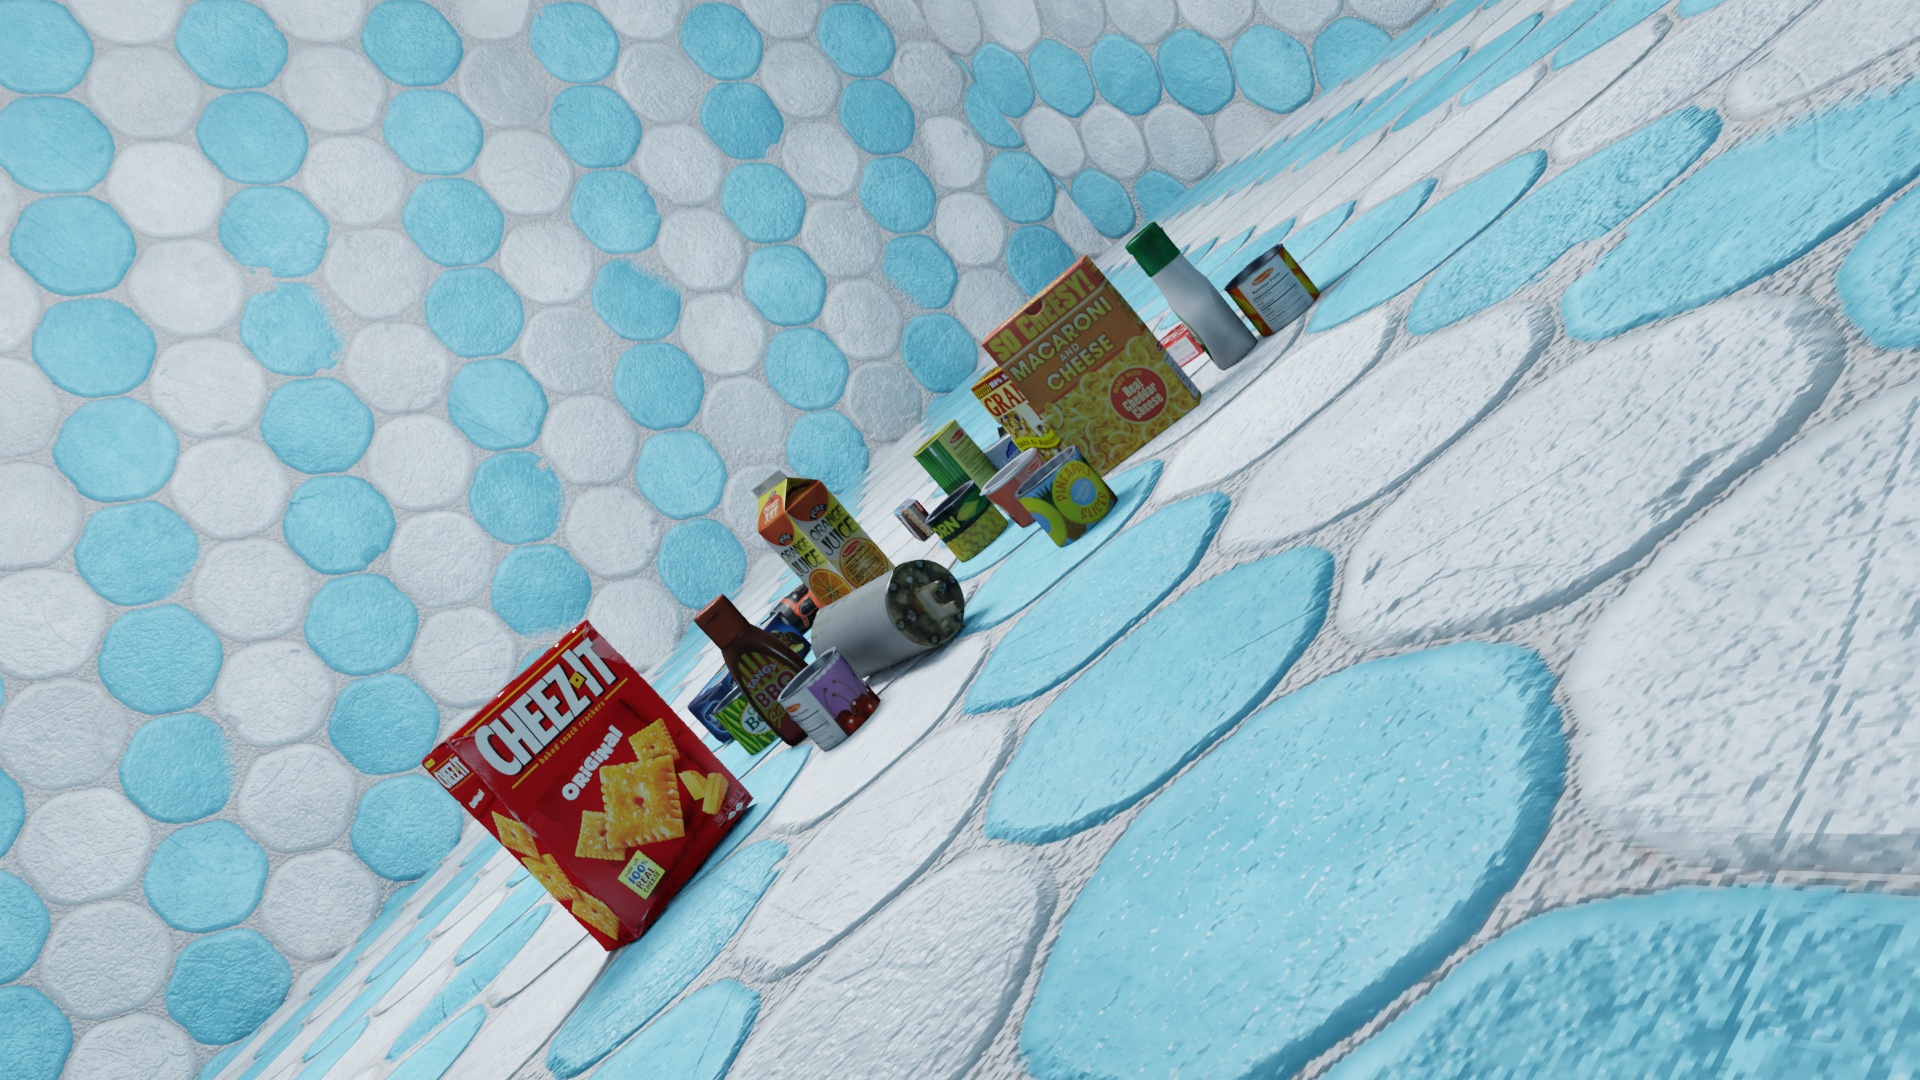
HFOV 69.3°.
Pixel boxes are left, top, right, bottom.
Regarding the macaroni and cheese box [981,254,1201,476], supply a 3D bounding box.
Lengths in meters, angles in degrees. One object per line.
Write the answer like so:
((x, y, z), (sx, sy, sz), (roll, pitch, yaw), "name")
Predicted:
((0.119, -0.156, 1.265), (0.123, 0.166, 0.040), (-38, 9, 22), "macaroni and cheese box")

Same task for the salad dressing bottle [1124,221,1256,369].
((0.212, -0.227, 1.282), (0.044, 0.147, 0.064), (-38, 9, 22), "salad dressing bottle")

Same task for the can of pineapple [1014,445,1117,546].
((0.089, -0.037, 1.157), (0.071, 0.058, 0.071), (-40, 8, 7), "can of pineapple")

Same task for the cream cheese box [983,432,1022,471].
((0.082, -0.111, 1.591), (0.103, 0.053, 0.024), (-36, 9, 32), "cream cheese box")

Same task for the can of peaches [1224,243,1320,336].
((0.286, -0.230, 1.274), (0.071, 0.058, 0.071), (-40, 8, 7), "can of peaches")

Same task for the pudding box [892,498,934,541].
((-0.058, -0.027, 1.795), (0.030, 0.049, 0.083), (-42, 8, -6), "pudding box")

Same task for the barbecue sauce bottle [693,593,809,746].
((-0.181, 0.114, 1.265), (0.065, 0.148, 0.044), (-40, 8, 7), "barbecue sauce bottle")

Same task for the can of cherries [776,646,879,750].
((-0.108, 0.132, 1.165), (0.071, 0.058, 0.071), (-40, 8, 7), "can of cherries")

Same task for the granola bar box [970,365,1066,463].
((0.093, -0.146, 1.477), (0.039, 0.124, 0.165), (-45, 9, -25), "granola bar box")

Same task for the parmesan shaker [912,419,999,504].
((0.000, -0.080, 1.625), (0.071, 0.103, 0.071), (-40, 8, 7), "parmesan shaker")

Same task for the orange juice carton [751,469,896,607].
((-0.173, -0.002, 1.682), (0.071, 0.192, 0.073), (-32, 12, 49), "orange juice carton")

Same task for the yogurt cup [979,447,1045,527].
((0.063, -0.050, 1.354), (0.072, 0.054, 0.072), (-40, 8, 7), "yogurt cup")

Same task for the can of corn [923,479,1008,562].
((0.005, -0.018, 1.434), (0.071, 0.058, 0.071), (-40, 8, 7), "can of corn")

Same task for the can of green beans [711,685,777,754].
((-0.205, 0.172, 1.390), (0.071, 0.058, 0.071), (-40, 8, 7), "can of green beans")
